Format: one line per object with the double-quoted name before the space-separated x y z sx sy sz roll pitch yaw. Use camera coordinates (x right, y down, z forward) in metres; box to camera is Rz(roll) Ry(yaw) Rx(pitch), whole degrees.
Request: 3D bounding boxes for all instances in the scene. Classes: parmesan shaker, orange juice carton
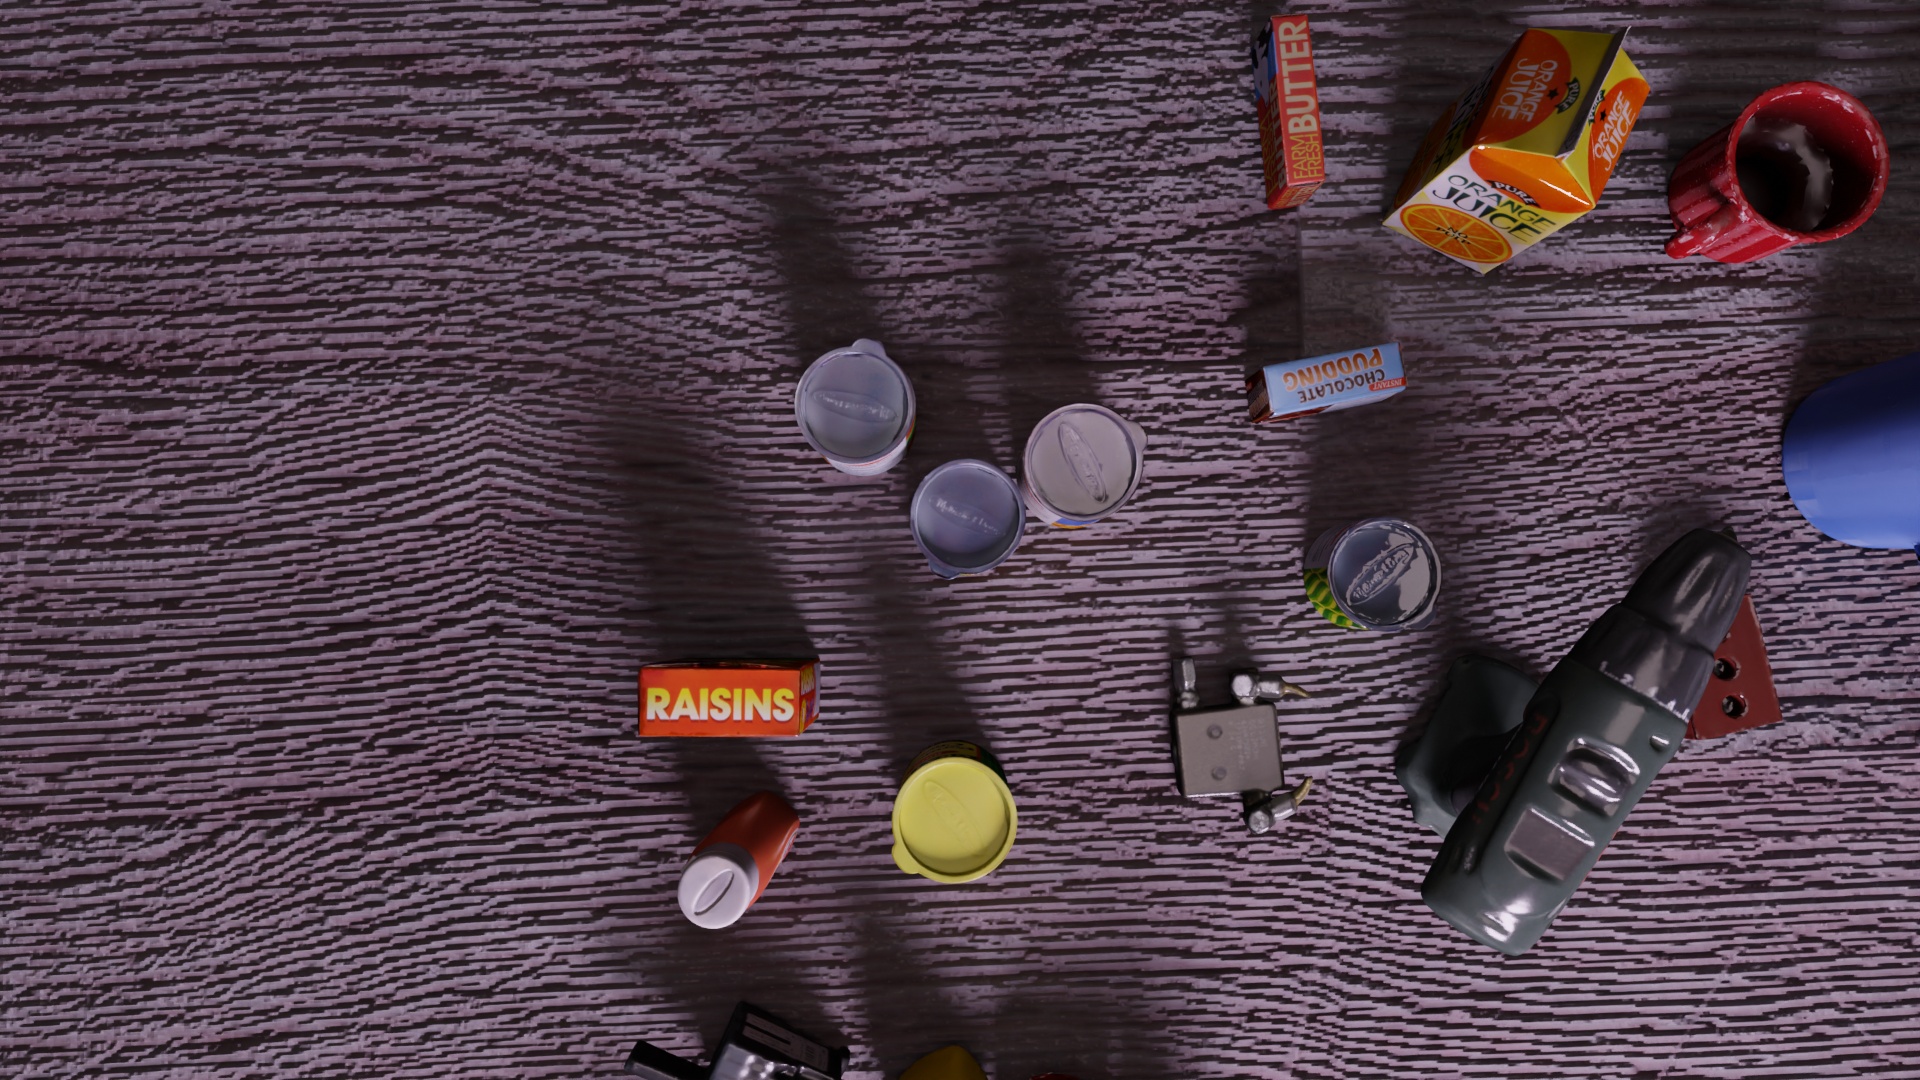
"parmesan shaker" -0.006 0.151 0.783 0.071 0.103 0.071 0 87 -1
"orange juice carton" 0.307 -0.214 0.763 0.073 0.192 0.072 27 87 0

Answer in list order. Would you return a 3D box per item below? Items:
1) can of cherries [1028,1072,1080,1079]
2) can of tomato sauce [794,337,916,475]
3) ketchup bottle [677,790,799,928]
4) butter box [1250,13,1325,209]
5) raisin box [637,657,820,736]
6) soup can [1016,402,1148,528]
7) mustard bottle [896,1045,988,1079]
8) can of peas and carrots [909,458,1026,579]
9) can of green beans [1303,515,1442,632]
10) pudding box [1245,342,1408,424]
"can of cherries" 0.056 0.345 0.796 0.071 0.058 0.071 0 87 -1
"can of tomato sauce" -0.059 -0.075 0.805 0.071 0.083 0.071 0 87 -1
"ketchup bottle" -0.124 0.176 0.757 0.043 0.149 0.065 40 88 1
"butter box" 0.196 -0.256 0.834 0.024 0.053 0.103 -5 87 -1
"raisin box" -0.125 0.085 0.775 0.086 0.123 0.040 1 88 -1
"soup can" 0.070 -0.042 0.805 0.071 0.083 0.071 0 87 -1
"mustard bottle" -0.012 0.322 0.745 0.065 0.160 0.049 -35 88 -2
"can of peas and carrots" 0.003 -0.010 0.814 0.071 0.058 0.071 0 87 -1
"can of green beans" 0.241 0.020 0.817 0.071 0.058 0.071 0 87 -1
"pudding box" 0.217 -0.093 0.827 0.084 0.049 0.030 -11 88 -1
